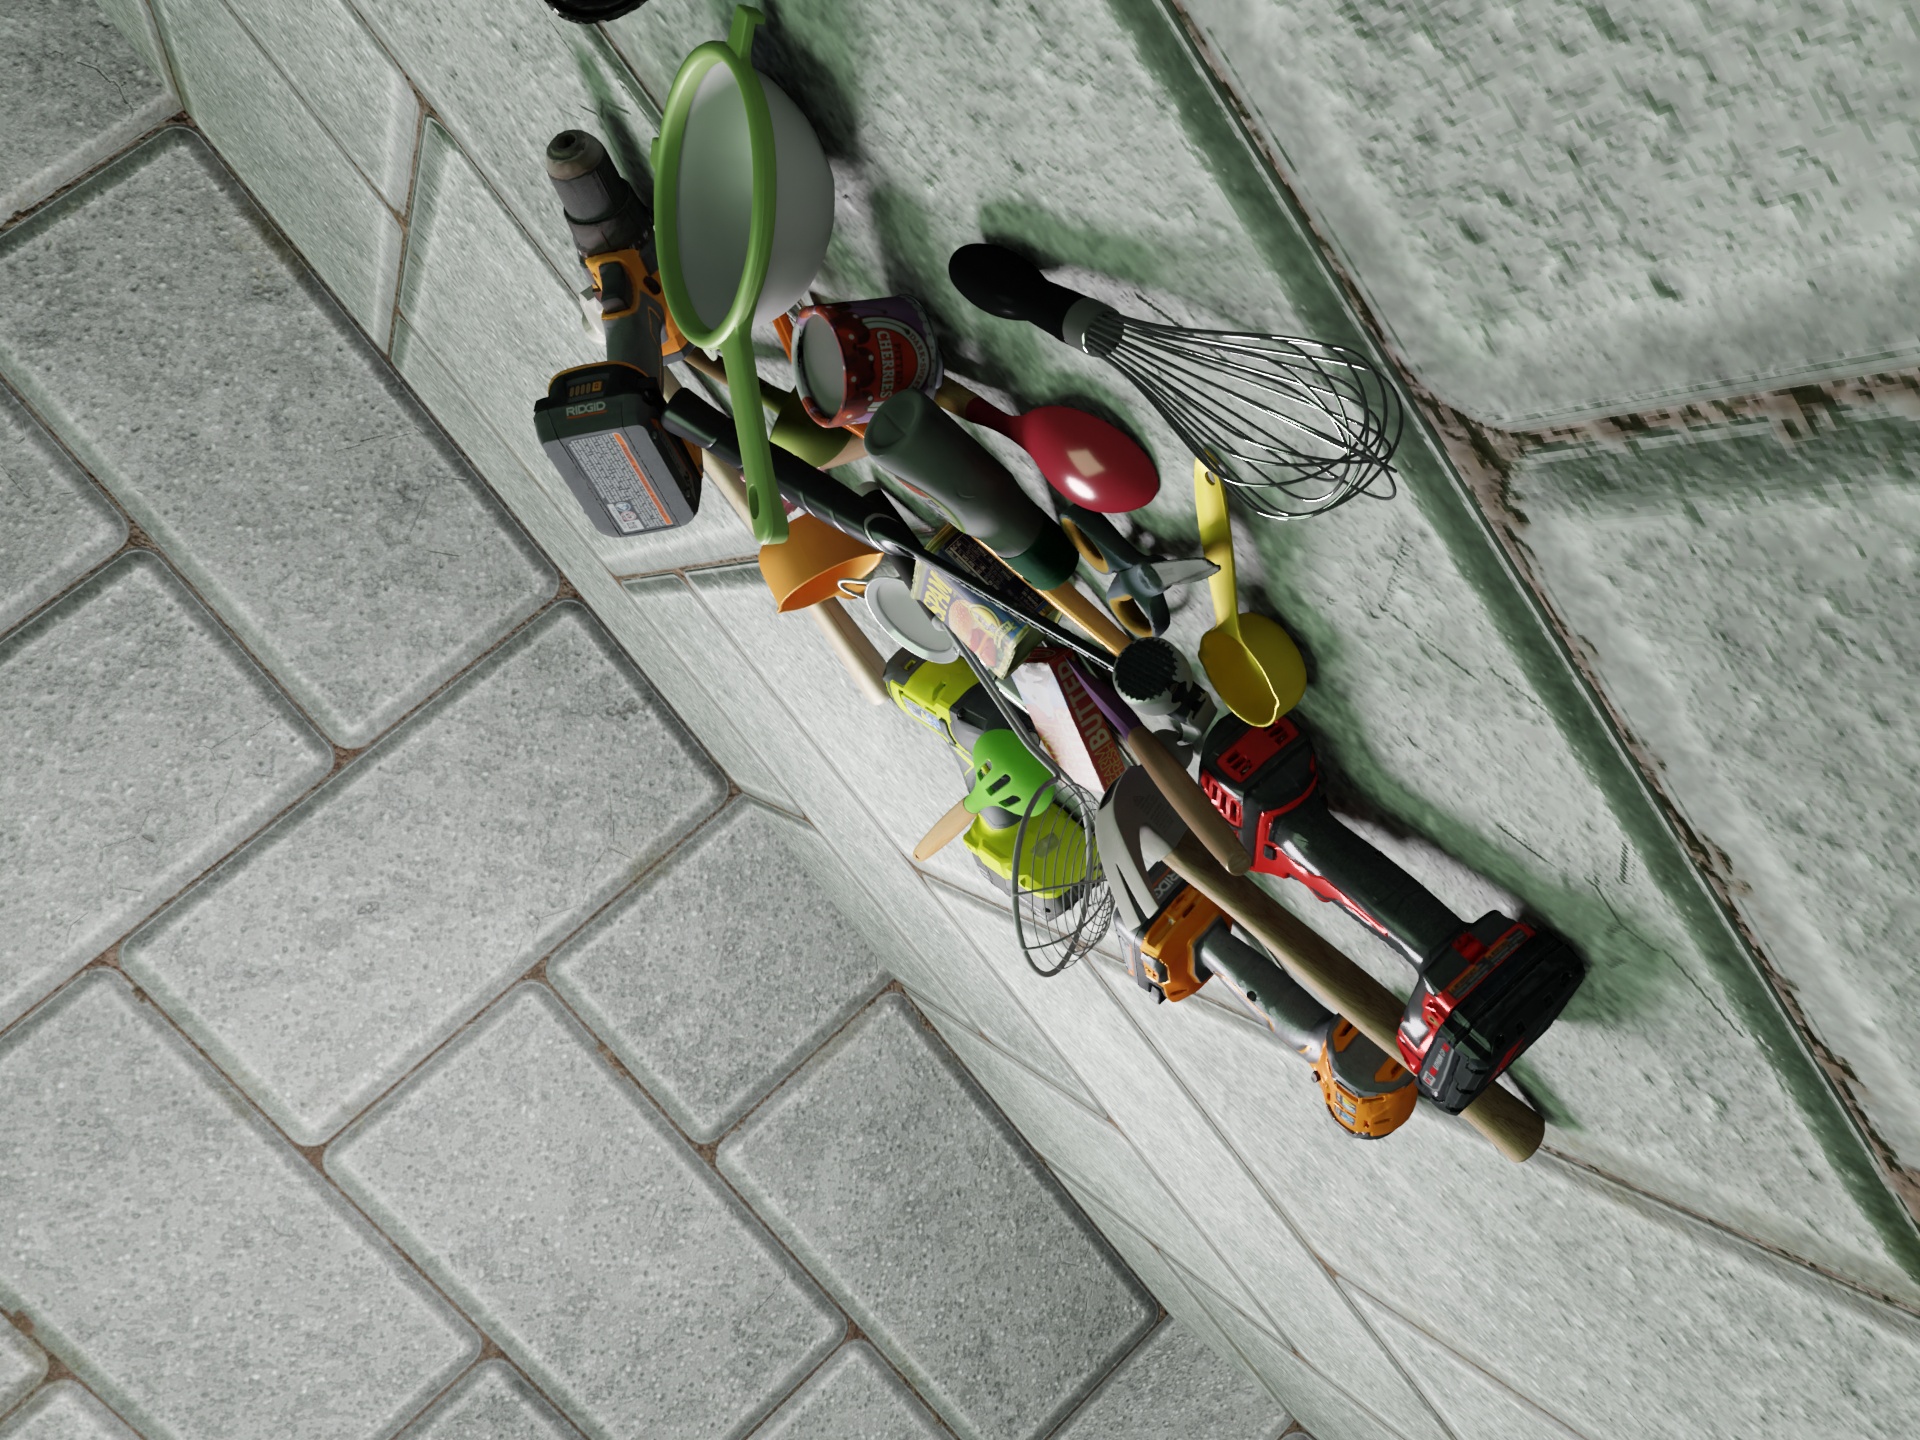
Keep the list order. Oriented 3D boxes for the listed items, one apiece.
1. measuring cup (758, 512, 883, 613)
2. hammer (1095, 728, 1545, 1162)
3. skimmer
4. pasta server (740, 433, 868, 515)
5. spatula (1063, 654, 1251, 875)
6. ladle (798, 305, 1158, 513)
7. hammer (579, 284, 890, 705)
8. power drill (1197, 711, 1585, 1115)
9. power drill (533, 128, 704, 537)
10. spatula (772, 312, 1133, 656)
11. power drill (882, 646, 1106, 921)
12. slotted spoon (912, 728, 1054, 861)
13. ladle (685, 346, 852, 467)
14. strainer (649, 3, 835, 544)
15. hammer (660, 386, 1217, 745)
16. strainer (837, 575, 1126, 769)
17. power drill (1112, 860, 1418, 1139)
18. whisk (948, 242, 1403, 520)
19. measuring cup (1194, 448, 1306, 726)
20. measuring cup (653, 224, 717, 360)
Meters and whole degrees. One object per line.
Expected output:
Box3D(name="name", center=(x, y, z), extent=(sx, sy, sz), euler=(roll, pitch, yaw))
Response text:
Box3D(name="measuring cup", center=(-0.104, -0.126, 1.257), extent=(0.052, 0.095, 0.173), euler=(61, -172, 4))
Box3D(name="hammer", center=(0.216, 0.149, 0.957), extent=(0.331, 0.130, 0.031), euler=(40, 136, 1))
Box3D(name="skimmer", center=(-0.002, -0.003, 1.069), extent=(0.364, 0.090, 0.127), euler=(58, -163, 22))
Box3D(name="pasta server", center=(-0.096, -0.184, 1.124), extent=(0.060, 0.040, 0.316), euler=(64, 162, -12))
Box3D(name="spatula", center=(0.110, 0.020, 0.899), extent=(0.059, 0.018, 0.316), euler=(39, -172, -18))
Box3D(name="ladle", center=(-0.006, -0.183, 0.883), extent=(0.316, 0.031, 0.069), euler=(38, 164, 43))
Box3D(name="hammer", center=(-0.177, -0.183, 1.310), extent=(0.410, 0.038, 0.146), euler=(54, 172, -11))
Box3D(name="power drill", center=(0.214, 0.098, 0.857), extent=(0.220, 0.078, 0.143), euler=(46, 166, 25))
Box3D(name="power drill", center=(-0.230, -0.261, 1.061), extent=(0.185, 0.084, 0.226), euler=(68, -164, -57))
Box3D(name="spatula", center=(-0.015, -0.152, 0.948), extent=(0.322, 0.041, 0.081), euler=(41, 177, -2))
Box3D(name="power drill", center=(0.036, 0.049, 1.272), extent=(0.171, 0.080, 0.223), euler=(32, 155, 51))
Box3D(name="slotted spoon", center=(0.004, 0.073, 1.238), extent=(0.070, 0.031, 0.313), euler=(50, 158, 4))
Box3D(name="ladle", center=(-0.156, -0.241, 1.124), extent=(0.062, 0.078, 0.320), euler=(26, -173, -36))
Box3D(name="strainer", center=(-0.095, -0.217, 0.819), extent=(0.151, 0.069, 0.256), euler=(-20, 79, 60))
Box3D(name="hammer", center=(-0.024, -0.098, 0.915), extent=(0.409, 0.036, 0.149), euler=(33, -179, 26))
Box3D(name="strainer", center=(0.021, -0.039, 1.151), extent=(0.258, 0.050, 0.086), euler=(39, 155, 16))
Box3D(name="power drill", center=(0.219, 0.204, 1.113), extent=(0.227, 0.084, 0.164), euler=(36, 162, 29))
Box3D(name="whisk", center=(0.074, -0.154, 0.660), extent=(0.285, 0.070, 0.070), euler=(41, 165, 45))
Box3D(name="measuring cup", center=(0.138, -0.066, 0.771), extent=(0.062, 0.029, 0.156), euler=(37, 150, 49))
Box3D(name="measuring cup", center=(-0.159, -0.285, 1.054), extent=(0.083, 0.038, 0.167), euler=(48, 168, 4))
